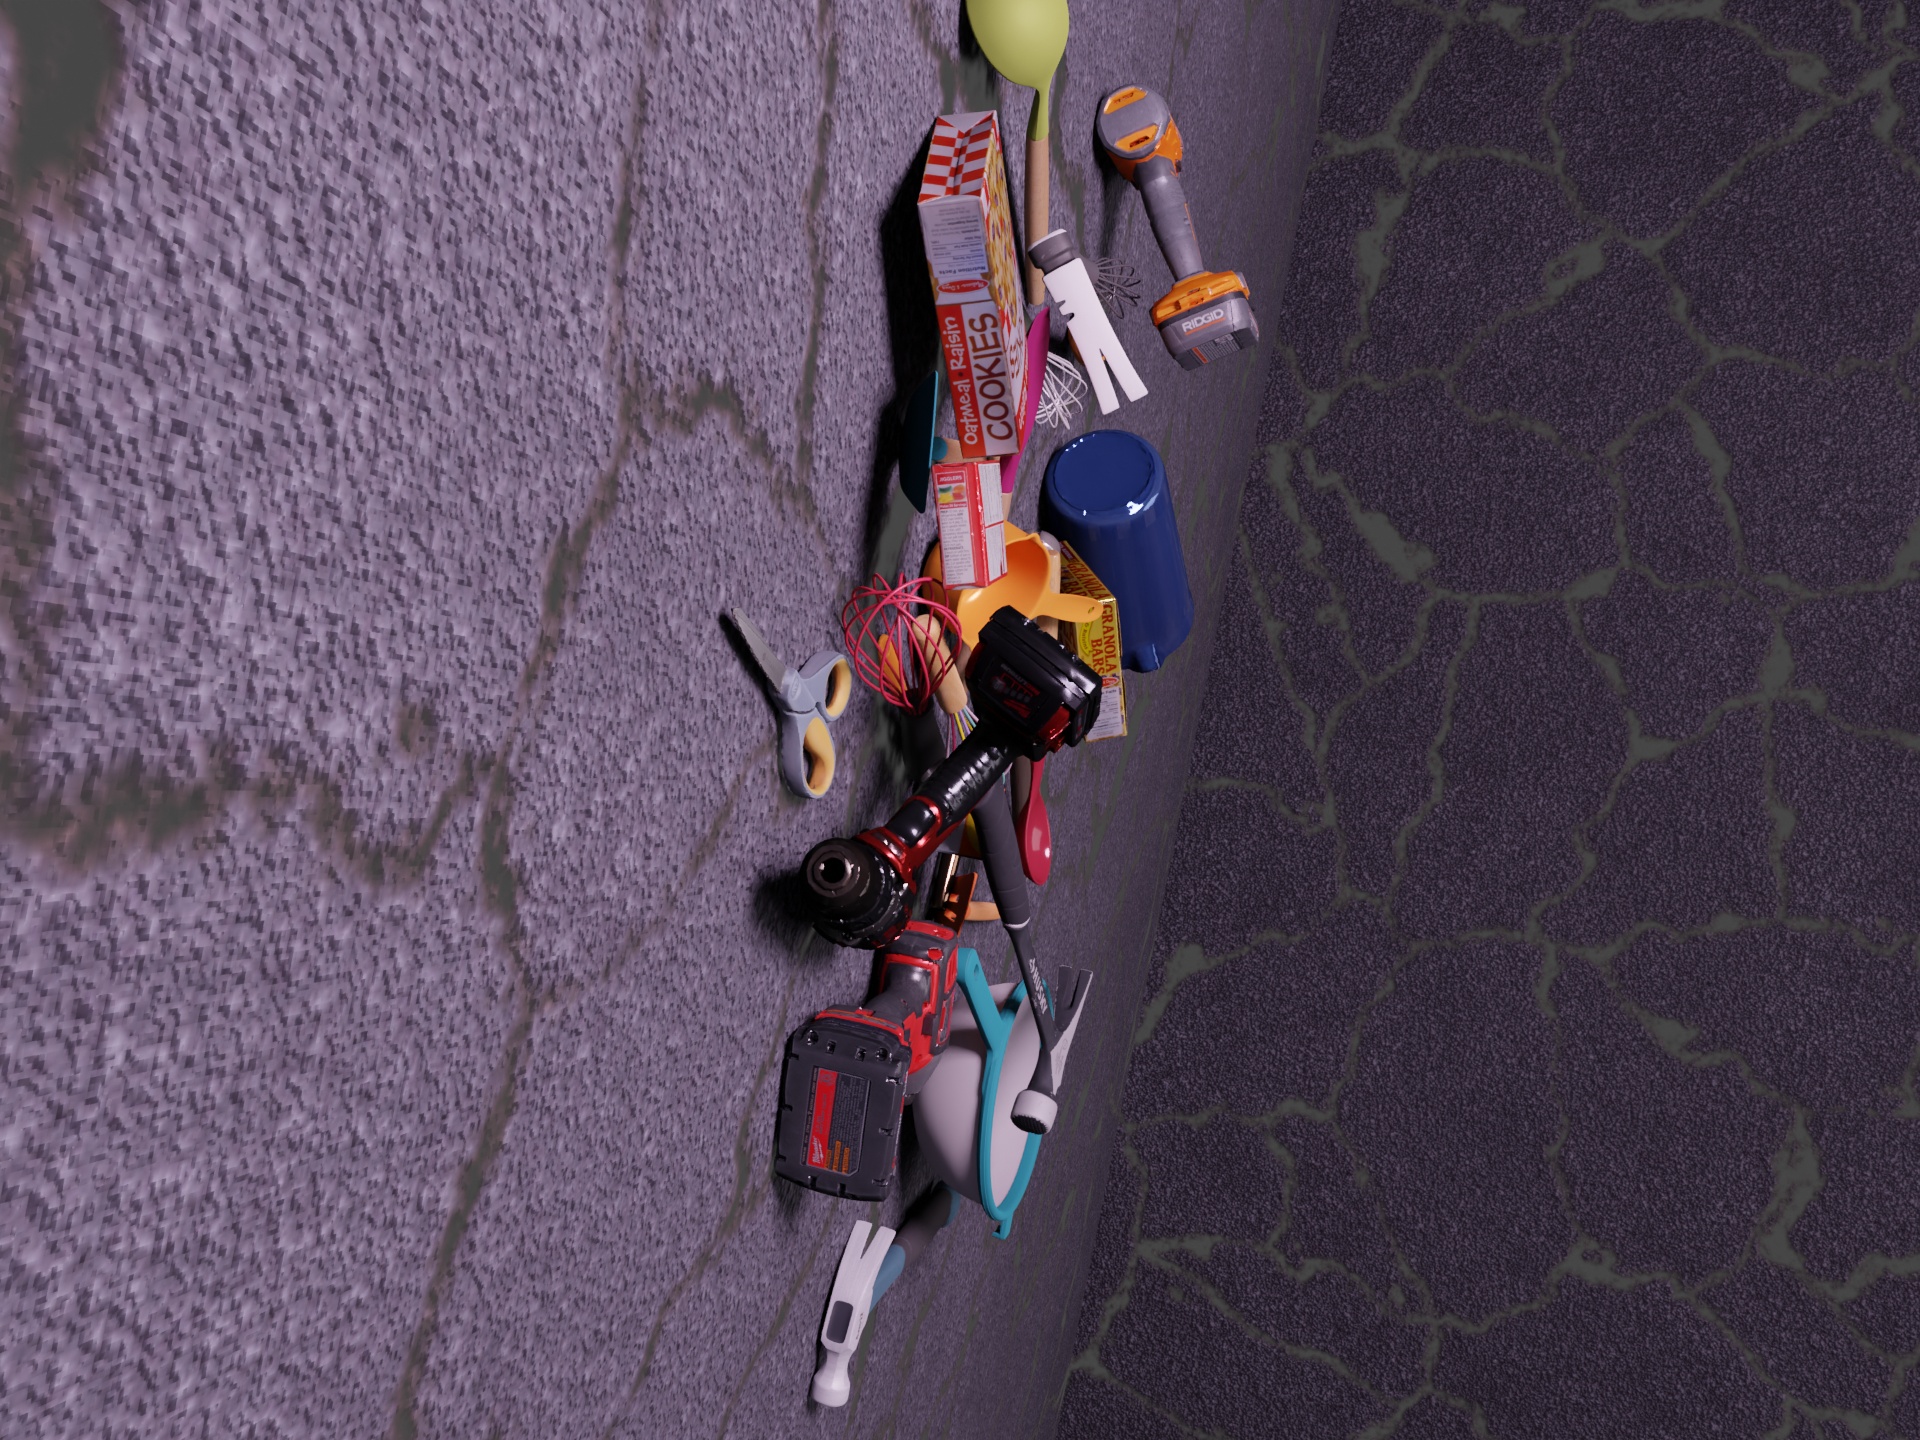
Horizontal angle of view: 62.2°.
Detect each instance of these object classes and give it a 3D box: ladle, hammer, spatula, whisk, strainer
[{"bbox_3d":[0.040,-0.387,1.093,0.320,0.062,0.078,84,16,-69],"label":"ladle"},{"bbox_3d":[0.053,0.021,1.384,0.410,0.038,0.146,85,20,-55],"label":"hammer"},{"bbox_3d":[0.018,0.005,1.334,0.059,0.018,0.316,61,41,-70],"label":"spatula"},{"bbox_3d":[0.015,0.172,1.409,0.322,0.041,0.081,30,77,-76],"label":"spatula"},{"bbox_3d":[0.049,0.160,1.233,0.408,0.036,0.149,76,30,-47],"label":"hammer"},{"bbox_3d":[0.051,-0.280,1.202,0.246,0.058,0.059,37,31,-71],"label":"whisk"},{"bbox_3d":[0.001,-0.178,1.072,0.317,0.044,0.082,-22,118,-75],"label":"spatula"},{"bbox_3d":[0.000,0.283,1.347,0.340,0.095,0.211,73,28,-49],"label":"strainer"},{"bbox_3d":[-0.002,-0.006,1.201,0.047,0.051,0.244,-61,154,-24],"label":"whisk"},{"bbox_3d":[-0.032,-0.018,1.043,0.295,0.073,0.073,83,22,-67],"label":"whisk"},{"bbox_3d":[0.102,-0.299,1.248,0.127,0.034,0.337,63,9,-5],"label":"hammer"},{"bbox_3d":[0.064,0.003,1.269,0.069,0.031,0.315,-66,162,-52],"label":"ladle"},{"bbox_3d":[-0.054,0.467,1.385,0.331,0.033,0.128,-2,104,-76],"label":"hammer"},{"bbox_3d":[0.105,-0.371,1.331,0.239,0.055,0.055,-21,121,-68],"label":"whisk"}]

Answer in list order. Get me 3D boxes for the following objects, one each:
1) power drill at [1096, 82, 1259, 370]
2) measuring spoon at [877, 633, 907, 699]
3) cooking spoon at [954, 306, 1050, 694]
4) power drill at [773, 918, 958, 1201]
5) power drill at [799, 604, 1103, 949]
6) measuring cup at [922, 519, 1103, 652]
[{"bbox_3d":[0.191,-0.432,1.406,0.164,0.084,0.226,-17,88,-74],"label":"power drill"},{"bbox_3d":[-0.041,-0.028,1.088,0.116,0.011,0.021,71,33,-64],"label":"measuring spoon"},{"bbox_3d":[0.025,-0.145,1.162,0.069,0.017,0.318,-52,158,-59],"label":"cooking spoon"},{"bbox_3d":[-0.056,0.239,1.120,0.220,0.078,0.143,-43,142,-72],"label":"power drill"},{"bbox_3d":[-0.013,0.042,0.967,0.227,0.080,0.187,-50,169,-8],"label":"power drill"},{"bbox_3d":[0.040,-0.098,1.151,0.173,0.052,0.095,5,117,-53],"label":"measuring cup"}]
